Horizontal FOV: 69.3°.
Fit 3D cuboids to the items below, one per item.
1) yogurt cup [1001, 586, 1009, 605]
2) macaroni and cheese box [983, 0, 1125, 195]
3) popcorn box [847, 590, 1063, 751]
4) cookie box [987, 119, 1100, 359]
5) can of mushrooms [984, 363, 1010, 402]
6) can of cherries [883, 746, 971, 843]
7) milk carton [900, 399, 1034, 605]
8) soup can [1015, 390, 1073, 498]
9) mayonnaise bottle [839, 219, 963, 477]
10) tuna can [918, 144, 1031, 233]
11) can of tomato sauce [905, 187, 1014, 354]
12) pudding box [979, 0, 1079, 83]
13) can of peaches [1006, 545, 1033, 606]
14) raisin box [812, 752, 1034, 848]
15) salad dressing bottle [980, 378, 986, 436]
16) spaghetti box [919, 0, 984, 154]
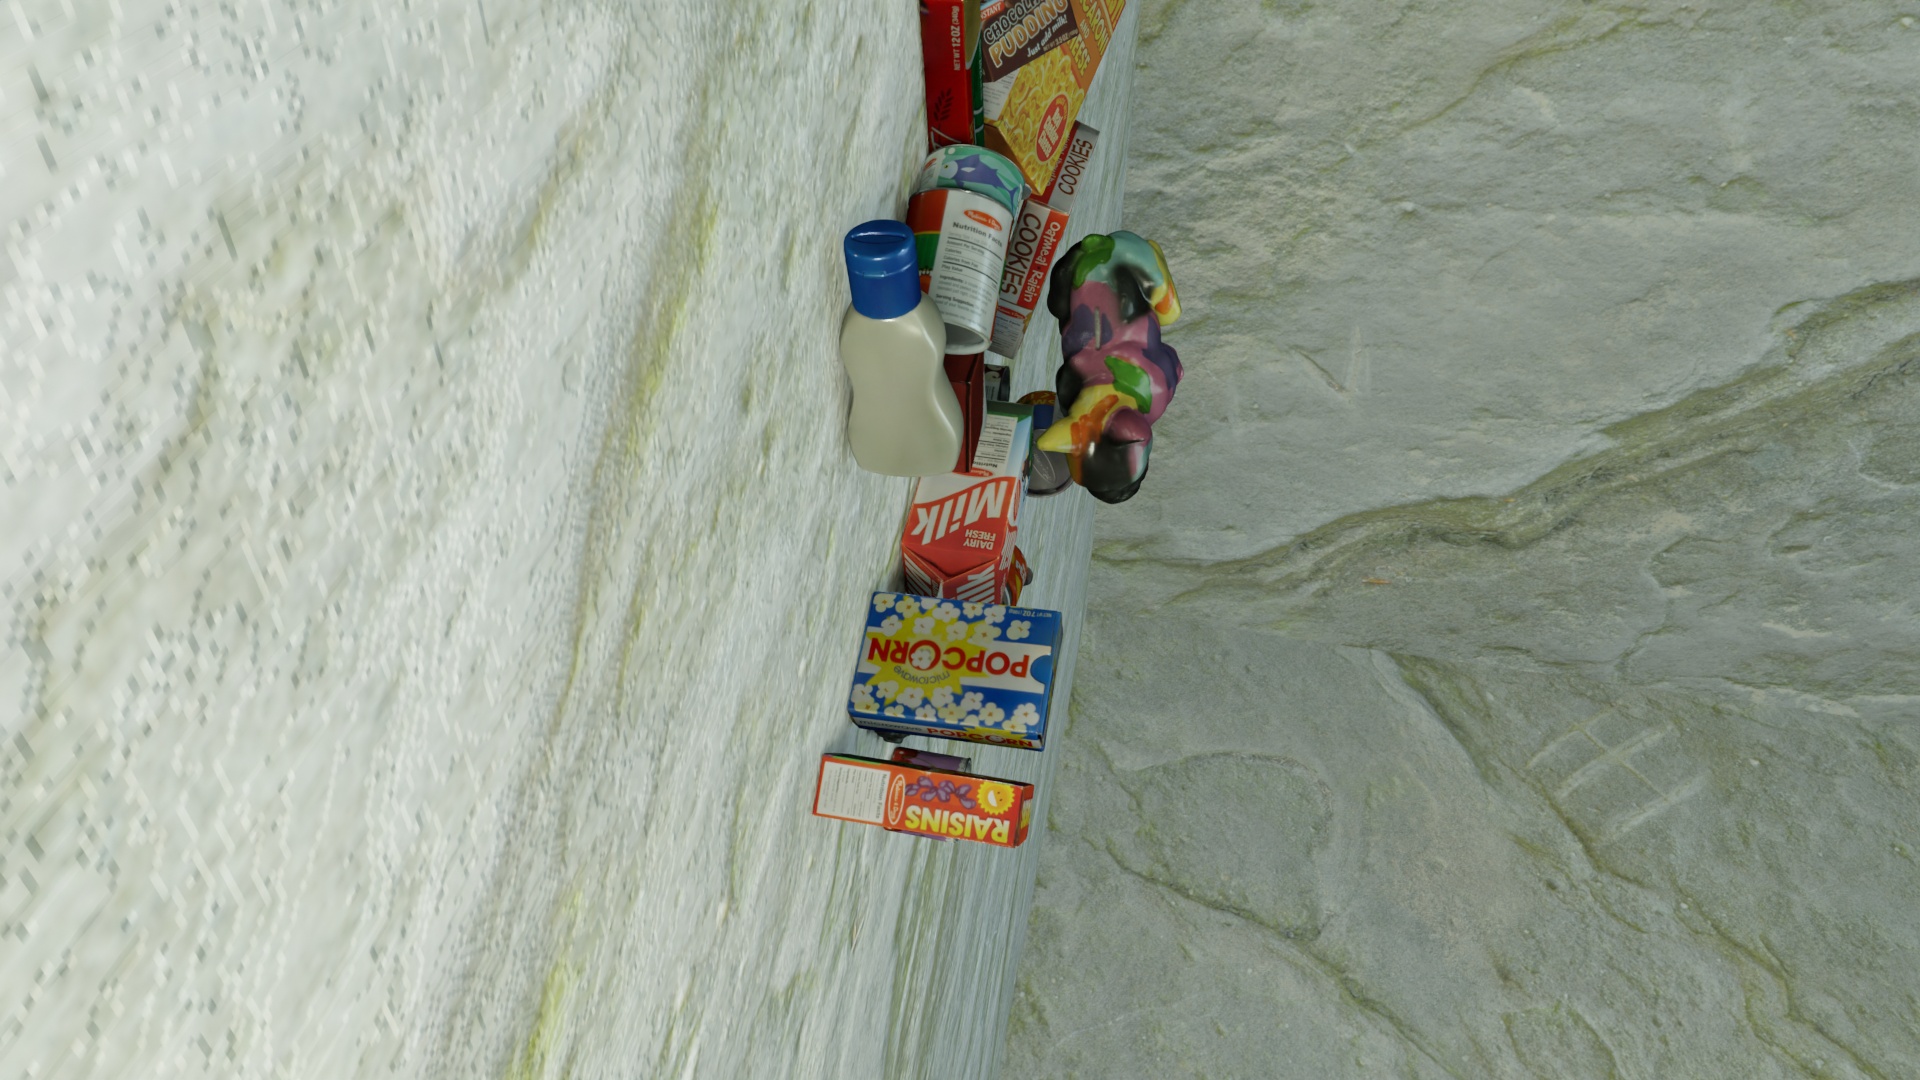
[{"bbox_3d":[0.007,0.040,1.138,0.054,0.072,0.072,-84,178,-64],"label":"yogurt cup"},{"bbox_3d":[0.062,-0.354,1.014,0.166,0.040,0.123,-66,160,-1],"label":"macaroni and cheese box"},{"bbox_3d":[-0.002,0.083,0.892,0.038,0.127,0.085,74,24,-60],"label":"popcorn box"},{"bbox_3d":[0.064,-0.256,1.179,0.166,0.040,0.123,112,-2,-51],"label":"cookie box"},{"bbox_3d":[0.022,-0.119,1.193,0.071,0.033,0.071,5,92,-81],"label":"can of mushrooms"},{"bbox_3d":[-0.026,0.196,1.070,0.071,0.058,0.071,6,93,-82],"label":"can of cherries"},{"bbox_3d":[0.004,-0.013,1.027,0.072,0.073,0.191,88,13,-51],"label":"milk carton"},{"bbox_3d":[0.069,-0.084,1.214,0.084,0.071,0.071,-79,173,-60],"label":"soup can"},{"bbox_3d":[-0.035,-0.099,0.742,0.147,0.065,0.041,84,12,-45],"label":"mayonnaise bottle"},{"bbox_3d":[0.008,-0.218,0.882,0.071,0.071,0.033,75,25,-69],"label":"tuna can"},{"bbox_3d":[-0.007,-0.163,0.851,0.071,0.071,0.083,61,38,-76],"label":"can of tomato sauce"},{"bbox_3d":[0.035,-0.341,0.915,0.084,0.030,0.049,-37,123,-25],"label":"pudding box"},{"bbox_3d":[0.025,0.037,1.224,0.058,0.071,0.071,-63,159,-63],"label":"can of peaches"},{"bbox_3d":[-0.020,0.159,0.852,0.086,0.123,0.040,56,42,-78],"label":"raisin box"},{"bbox_3d":[-0.007,-0.129,0.960,0.146,0.044,0.064,85,17,-51],"label":"salad dressing bottle"},{"bbox_3d":[-0.002,-0.259,0.918,0.248,0.029,0.050,87,15,-52],"label":"spaghetti box"}]
